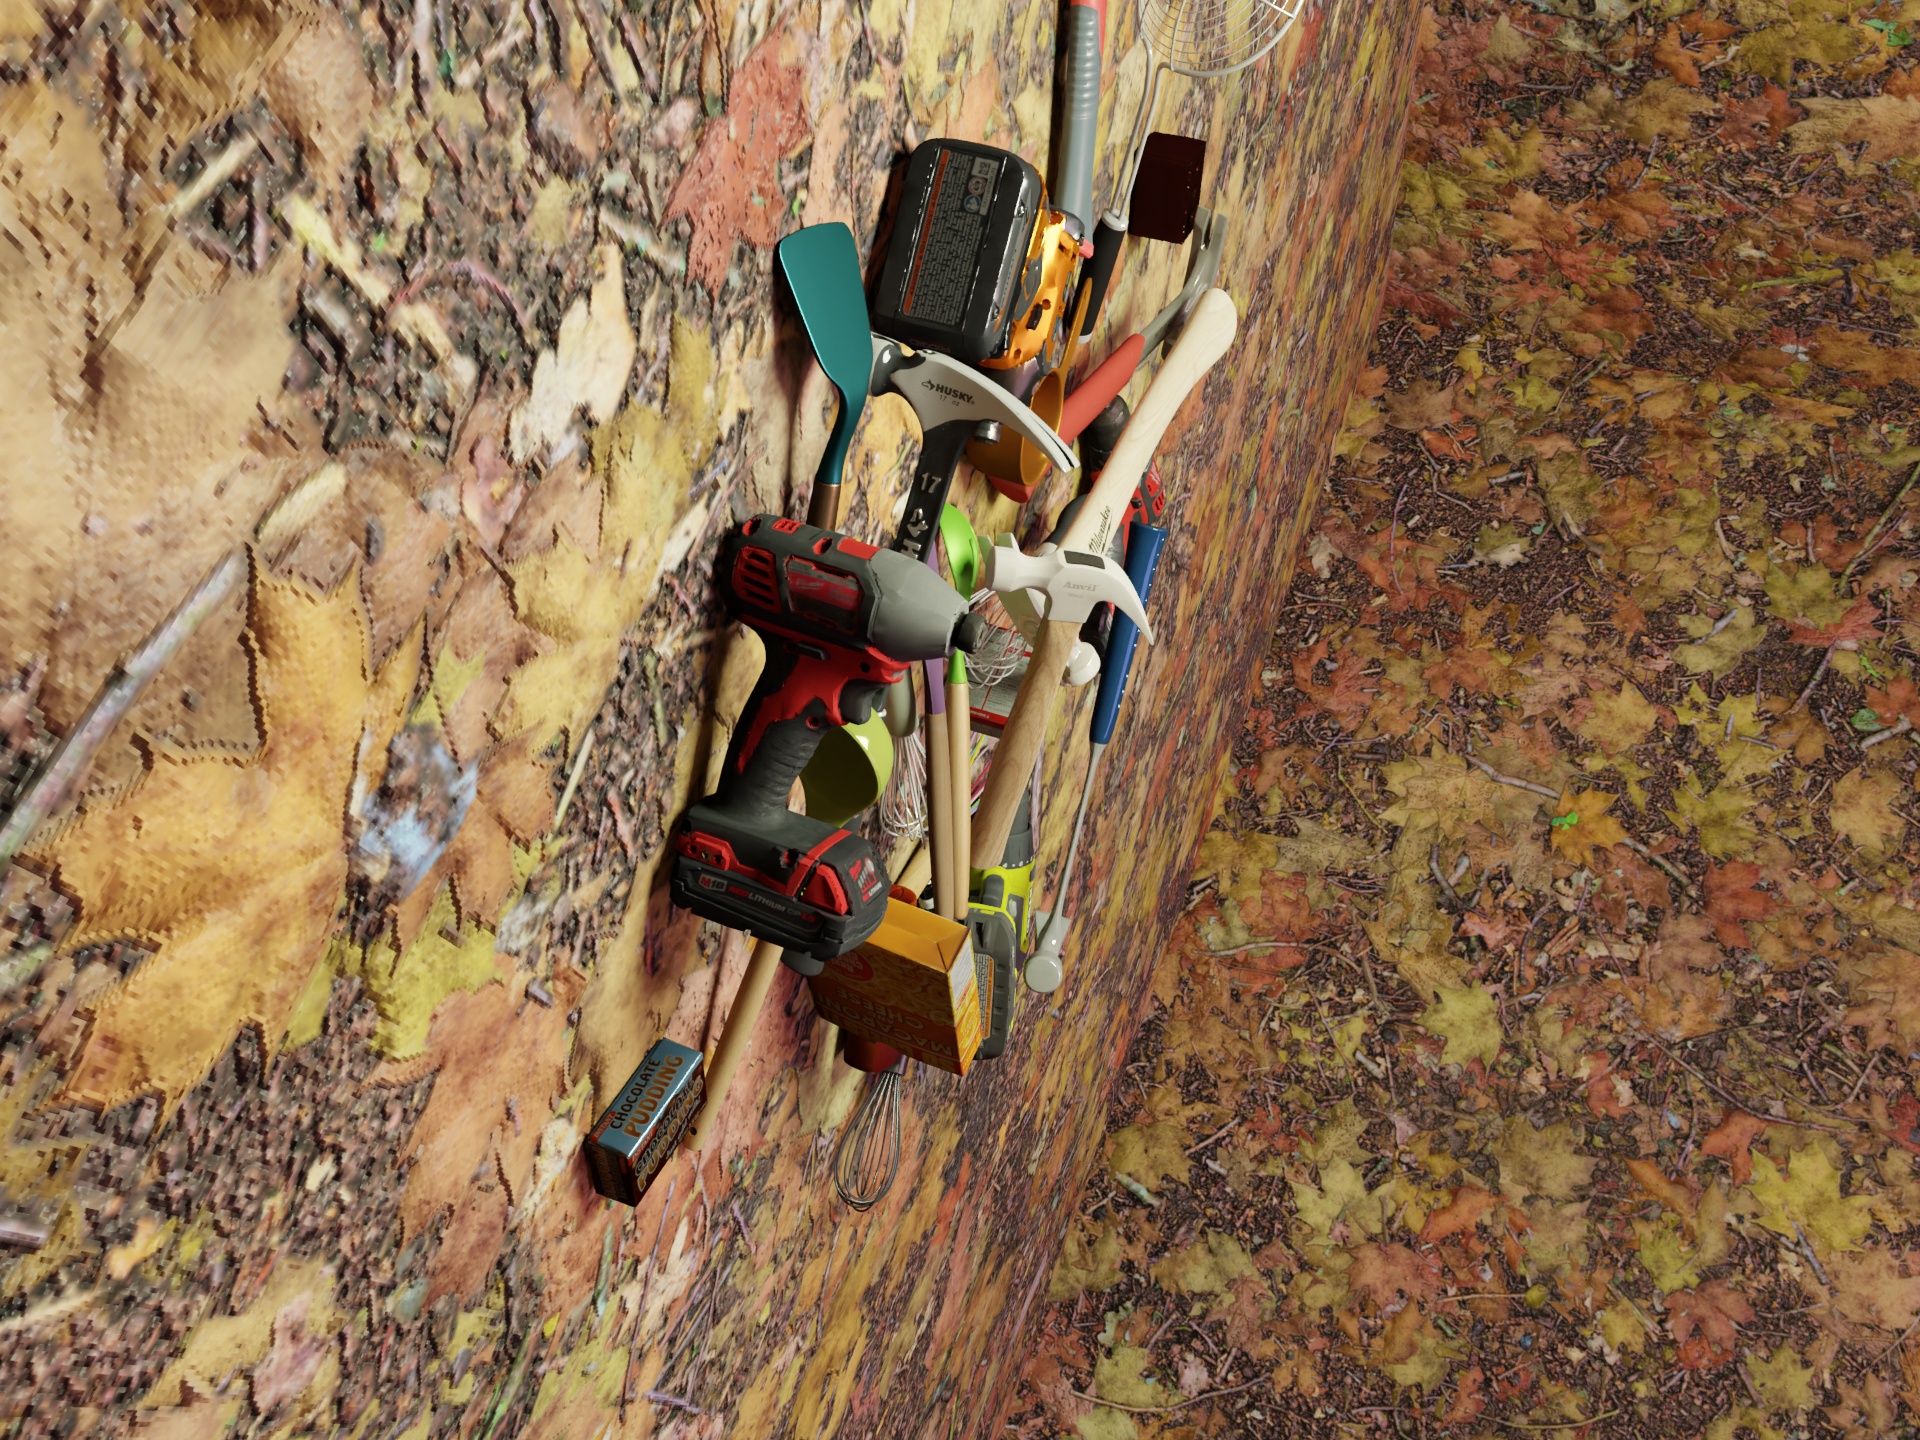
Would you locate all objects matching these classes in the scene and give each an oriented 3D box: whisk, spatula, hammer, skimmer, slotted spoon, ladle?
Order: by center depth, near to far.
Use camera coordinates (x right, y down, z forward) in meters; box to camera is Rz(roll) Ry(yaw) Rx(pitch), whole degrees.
[{"bbox_3d":[-0.088,-0.117,0.907,0.082,0.044,0.317,-46,153,-57],"label":"spatula"},{"bbox_3d":[-0.119,0.129,0.968,0.062,0.078,0.320,-5,120,-62],"label":"ladle"},{"bbox_3d":[-0.050,-0.019,0.974,0.036,0.149,0.408,-38,148,-63],"label":"hammer"},{"bbox_3d":[0.095,-0.513,1.101,0.143,0.038,0.386,-59,158,-46],"label":"hammer"},{"bbox_3d":[-0.017,0.016,1.129,0.060,0.018,0.315,-65,155,-65],"label":"spatula"},{"bbox_3d":[-0.041,0.008,1.151,0.246,0.058,0.059,83,-7,-47],"label":"whisk"},{"bbox_3d":[-0.002,-0.004,1.162,0.070,0.031,0.313,-86,175,-76],"label":"slotted spoon"},{"bbox_3d":[0.154,-0.429,1.186,0.090,0.127,0.363,-24,154,-25],"label":"skimmer"},{"bbox_3d":[0.053,0.002,1.212,0.331,0.130,0.031,106,-16,-44],"label":"hammer"},{"bbox_3d":[0.136,-0.223,1.285,0.146,0.038,0.411,55,50,-35],"label":"hammer"},{"bbox_3d":[0.058,-0.117,1.292,0.285,0.070,0.070,-54,155,-47],"label":"whisk"},{"bbox_3d":[0.128,-0.294,1.328,0.359,0.037,0.149,-49,157,-40],"label":"hammer"},{"bbox_3d":[0.000,0.081,1.352,0.245,0.051,0.047,-56,162,-39],"label":"whisk"},{"bbox_3d":[-0.059,0.301,1.367,0.055,0.055,0.239,58,46,-69],"label":"whisk"},{"bbox_3d":[0.117,0.028,1.391,0.144,0.035,0.405,-56,159,-80],"label":"hammer"}]

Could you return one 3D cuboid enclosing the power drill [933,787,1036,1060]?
[{"bbox_3d":[0.023,0.170,1.388,0.229,0.080,0.190,-64,159,-66],"label":"power drill"}]

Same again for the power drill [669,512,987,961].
[{"bbox_3d":[-0.073,0.009,0.865,0.078,0.143,0.219,-34,140,-69],"label":"power drill"}]

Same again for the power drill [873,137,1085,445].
[{"bbox_3d":[0.017,-0.265,1.012,0.226,0.084,0.164,-16,122,-75],"label":"power drill"}]

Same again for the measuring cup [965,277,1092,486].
[{"bbox_3d":[0.051,-0.258,1.177,0.095,0.052,0.174,62,45,-67],"label":"measuring cup"}]

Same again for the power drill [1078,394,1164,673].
[{"bbox_3d":[0.127,-0.175,1.467,0.187,0.080,0.227,56,48,-60],"label":"power drill"}]
